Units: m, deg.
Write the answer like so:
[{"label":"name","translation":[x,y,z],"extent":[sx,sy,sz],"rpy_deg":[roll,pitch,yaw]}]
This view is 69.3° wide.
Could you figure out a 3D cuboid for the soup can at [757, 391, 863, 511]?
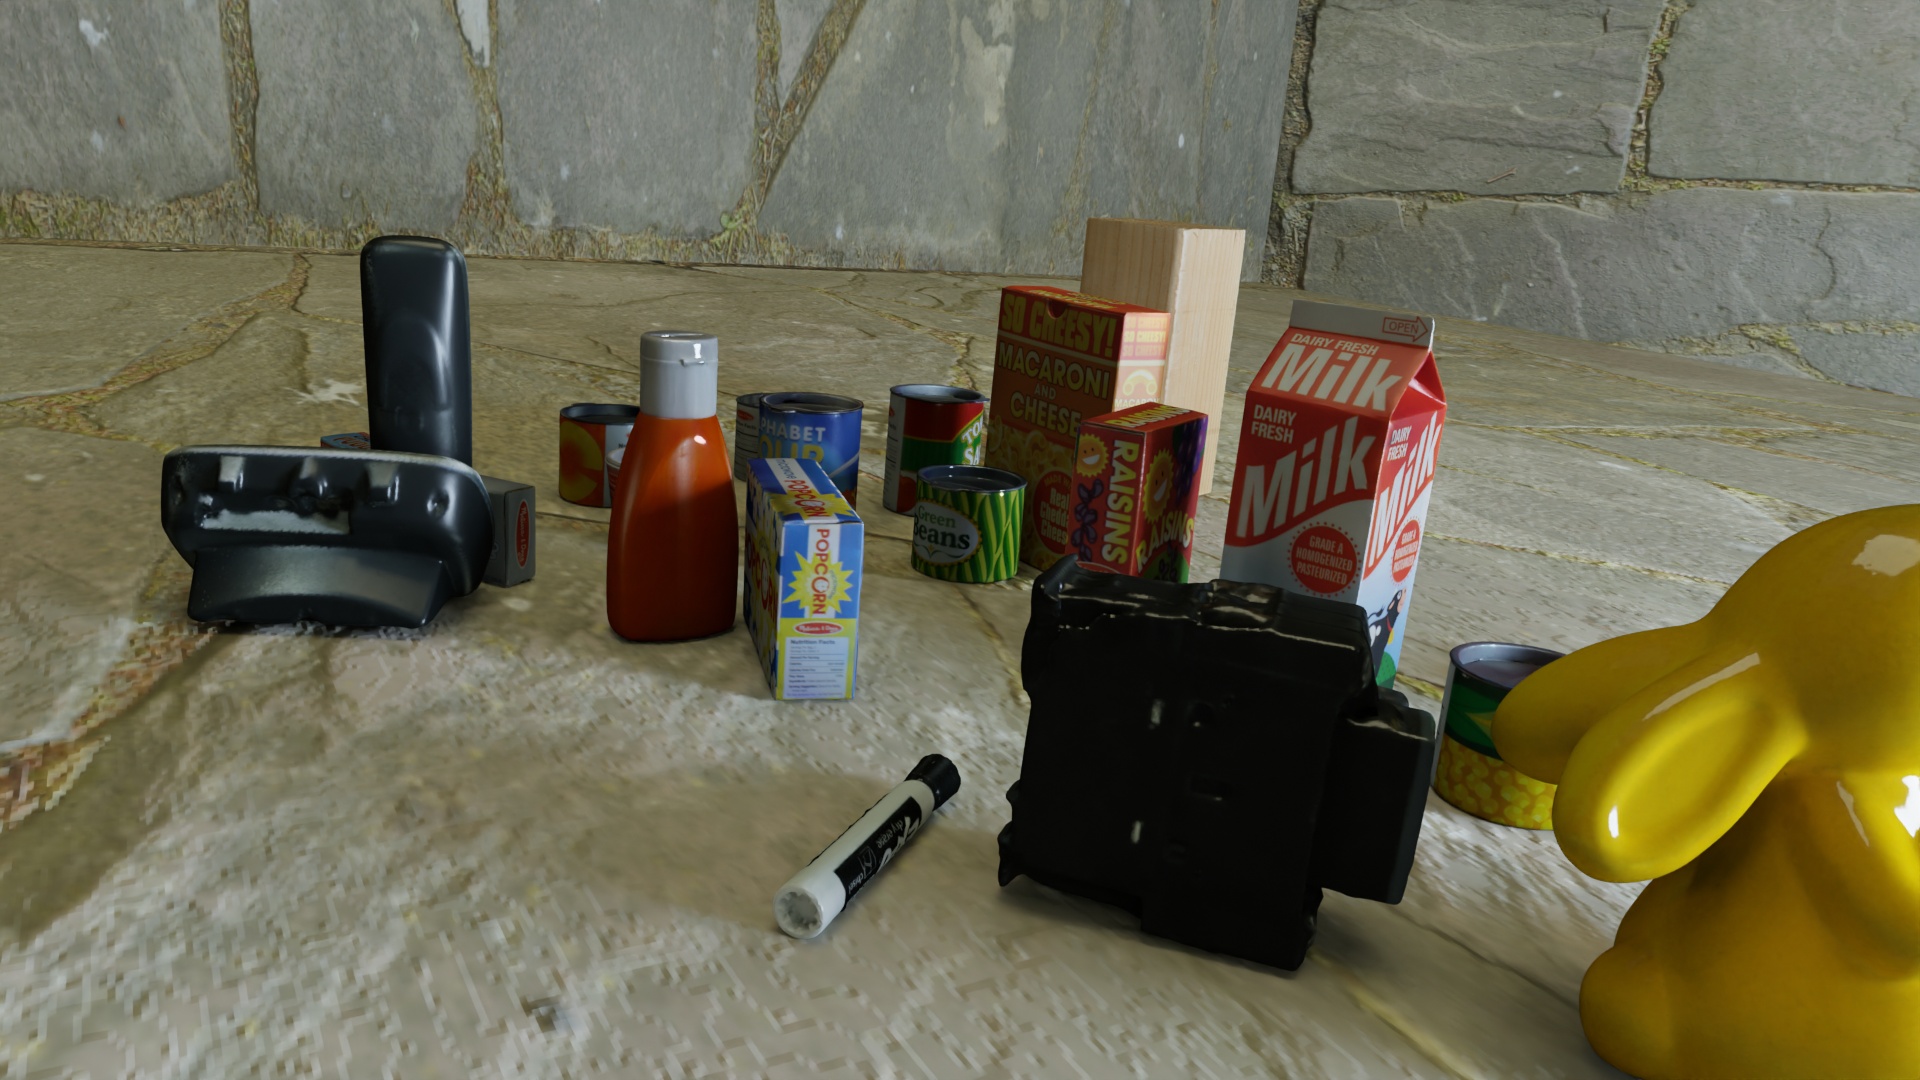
[{"label":"soup can","translation":[-0.100,-0.049,0.892],"extent":[0.071,0.083,0.071],"rpy_deg":[5,15,-1]}]

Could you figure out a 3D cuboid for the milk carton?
[{"label":"milk carton","translation":[0.176,-0.016,0.661],"extent":[0.072,0.190,0.074],"rpy_deg":[16,19,36]}]

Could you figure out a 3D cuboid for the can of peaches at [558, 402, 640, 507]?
[{"label":"can of peaches","translation":[-0.236,-0.058,0.931],"extent":[0.071,0.058,0.071],"rpy_deg":[5,15,-1]}]

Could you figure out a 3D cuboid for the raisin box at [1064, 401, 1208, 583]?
[{"label":"raisin box","translation":[0.089,-0.005,0.720],"extent":[0.040,0.123,0.086],"rpy_deg":[14,17,29]}]

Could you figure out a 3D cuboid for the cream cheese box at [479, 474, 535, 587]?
[{"label":"cream cheese box","translation":[-0.280,-0.011,0.758],"extent":[0.104,0.053,0.024],"rpy_deg":[11,16,22]}]

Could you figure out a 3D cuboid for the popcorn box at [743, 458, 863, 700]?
[{"label":"popcorn box","translation":[-0.079,0.015,0.669],"extent":[0.038,0.085,0.127],"rpy_deg":[0,16,-16]}]

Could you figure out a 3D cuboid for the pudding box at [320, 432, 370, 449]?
[{"label":"pudding box","translation":[-0.346,-0.033,0.821],"extent":[0.084,0.049,0.030],"rpy_deg":[18,20,40]}]

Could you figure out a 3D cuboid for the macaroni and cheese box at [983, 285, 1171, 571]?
[{"label":"macaroni and cheese box","translation":[0.065,-0.065,0.848],"extent":[0.040,0.166,0.124],"rpy_deg":[-5,18,-33]}]

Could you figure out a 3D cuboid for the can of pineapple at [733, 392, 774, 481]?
[{"label":"can of pineapple","translation":[-0.132,-0.075,1.025],"extent":[0.071,0.057,0.071],"rpy_deg":[5,15,-1]}]

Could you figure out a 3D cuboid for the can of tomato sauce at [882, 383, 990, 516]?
[{"label":"can of tomato sauce","translation":[-0.017,-0.063,0.969],"extent":[0.071,0.082,0.071],"rpy_deg":[5,15,-1]}]

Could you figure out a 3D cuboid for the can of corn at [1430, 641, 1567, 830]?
[{"label":"can of corn","translation":[0.236,0.081,0.579],"extent":[0.071,0.058,0.071],"rpy_deg":[5,15,-1]}]

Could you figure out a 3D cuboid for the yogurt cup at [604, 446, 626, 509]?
[{"label":"yogurt cup","translation":[-0.180,-0.025,0.837],"extent":[0.072,0.053,0.072],"rpy_deg":[5,15,-1]}]

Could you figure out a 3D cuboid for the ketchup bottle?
[{"label":"ketchup bottle","translation":[-0.139,-0.027,0.680],"extent":[0.065,0.148,0.043],"rpy_deg":[-5,18,-33]}]

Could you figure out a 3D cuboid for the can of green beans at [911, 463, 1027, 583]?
[{"label":"can of green beans","translation":[0.004,-0.011,0.837],"extent":[0.071,0.057,0.071],"rpy_deg":[5,15,-1]}]
